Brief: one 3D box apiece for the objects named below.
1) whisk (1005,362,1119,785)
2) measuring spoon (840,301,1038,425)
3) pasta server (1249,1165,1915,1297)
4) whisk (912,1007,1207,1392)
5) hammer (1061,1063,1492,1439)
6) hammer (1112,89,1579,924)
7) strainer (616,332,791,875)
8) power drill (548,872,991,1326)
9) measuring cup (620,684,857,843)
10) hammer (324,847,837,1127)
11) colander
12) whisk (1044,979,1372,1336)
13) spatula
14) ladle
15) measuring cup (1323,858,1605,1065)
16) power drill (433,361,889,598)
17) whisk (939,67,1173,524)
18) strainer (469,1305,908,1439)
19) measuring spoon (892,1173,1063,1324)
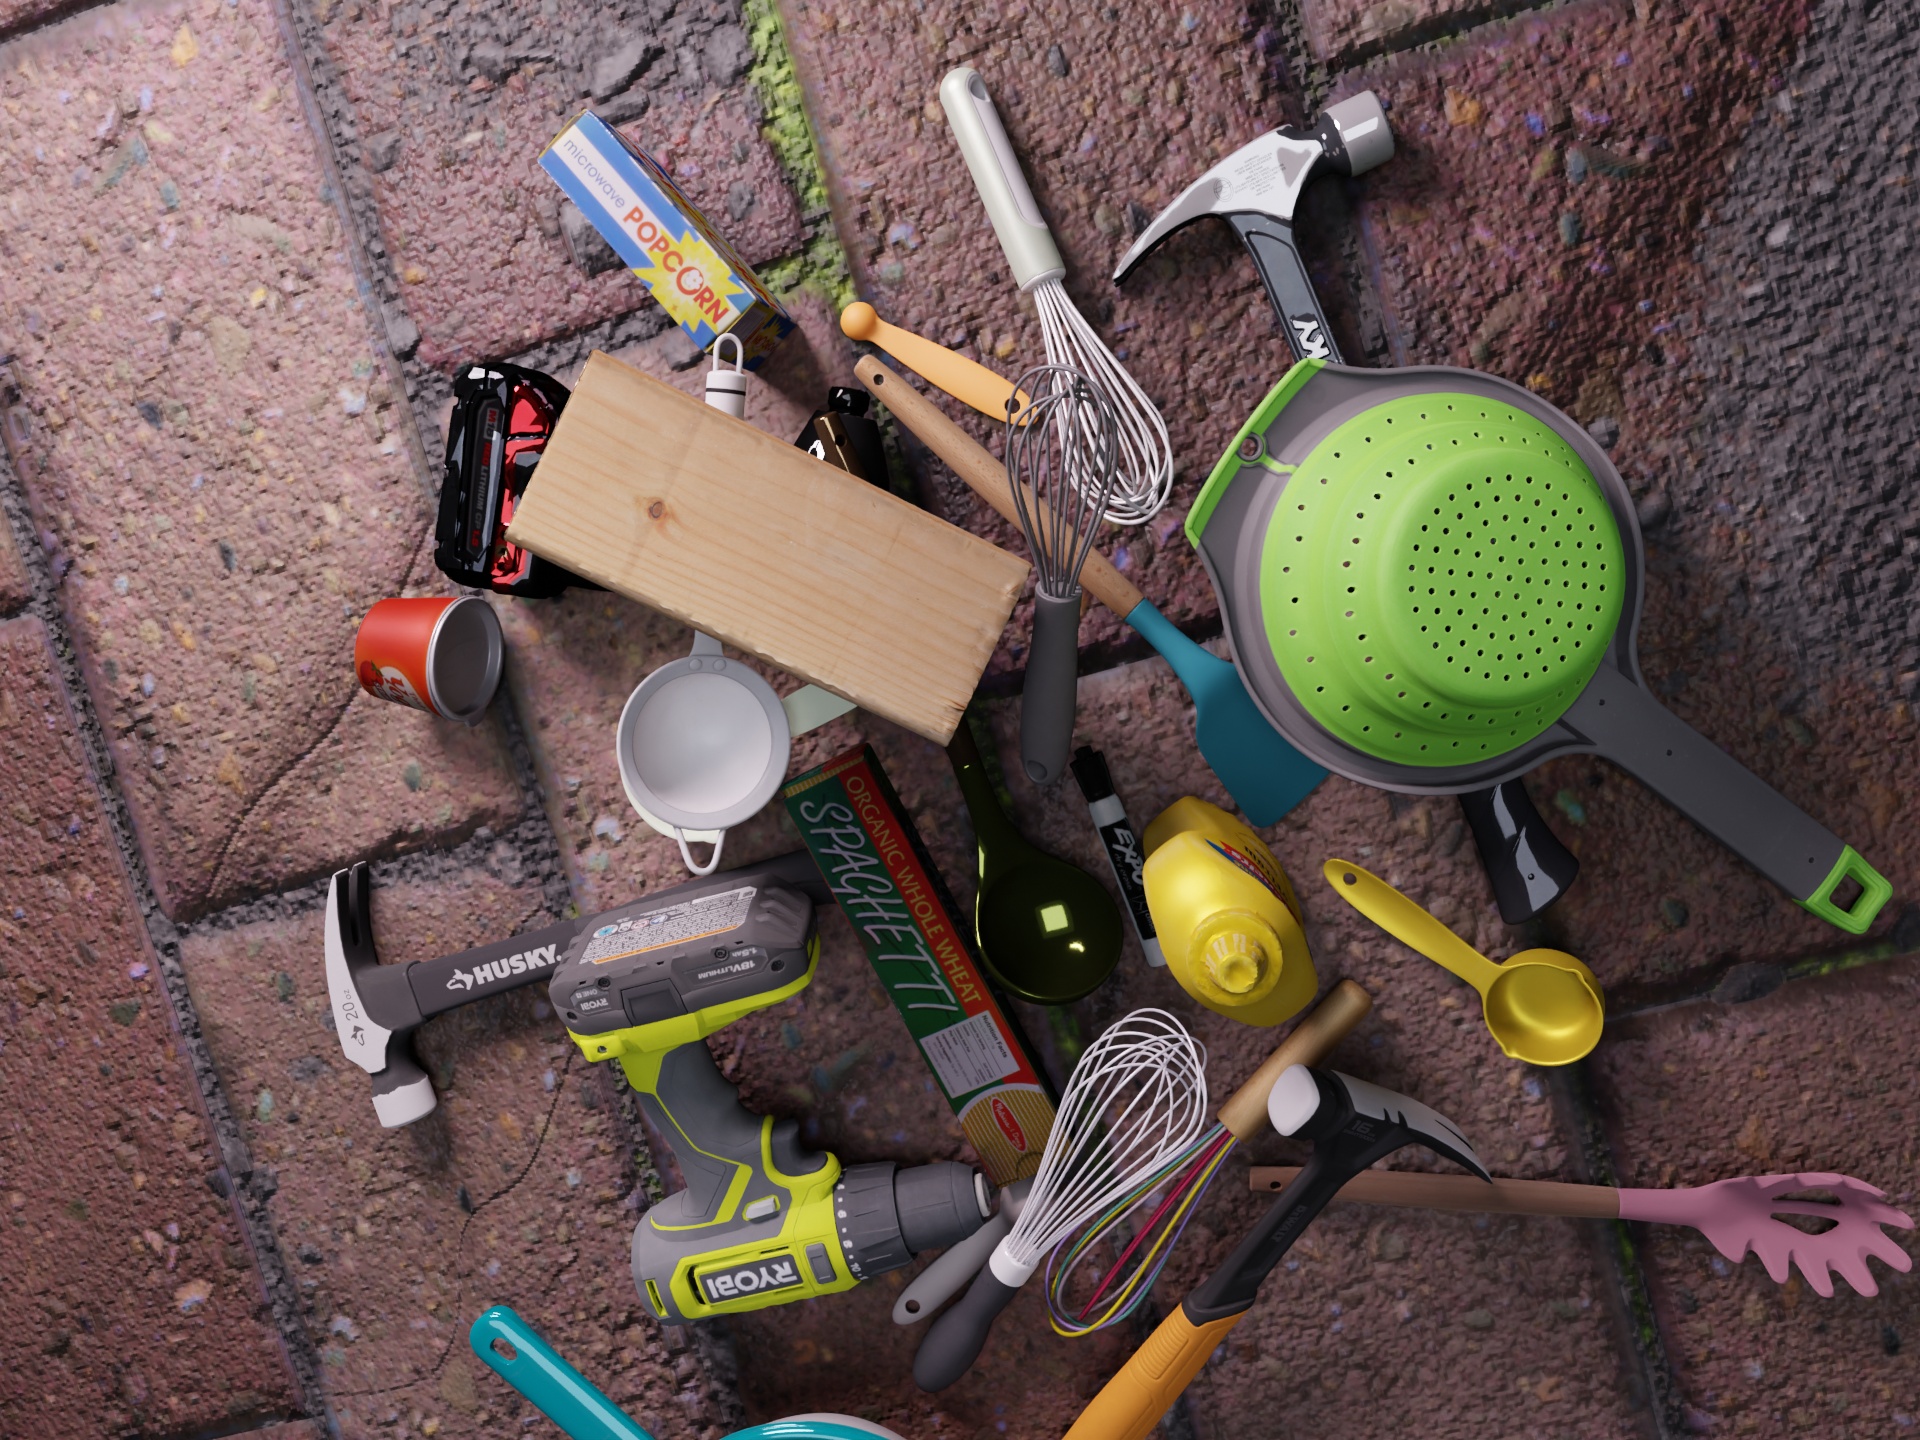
[{"bbox_3d":[0.044,-0.062,0.767,0.055,0.055,0.238,7,128,7],"label":"whisk"},{"bbox_3d":[-0.011,-0.184,0.822,0.117,0.011,0.021,30,100,4],"label":"measuring spoon"},{"bbox_3d":[0.309,0.248,0.813,0.316,0.040,0.060,1,98,9],"label":"pasta server"},{"bbox_3d":[0.043,0.258,0.822,0.070,0.070,0.284,32,117,3],"label":"whisk"},{"bbox_3d":[0.126,0.316,0.821,0.127,0.034,0.336,23,113,-25],"label":"hammer"},{"bbox_3d":[0.210,-0.090,0.791,0.149,0.036,0.409,-22,93,11],"label":"hammer"},{"bbox_3d":[-0.121,-0.056,0.773,0.086,0.050,0.258,2,98,-24],"label":"strainer"},{"bbox_3d":[-0.100,0.202,0.830,0.190,0.080,0.228,-15,109,7],"label":"power drill"},{"bbox_3d":[-0.101,0.005,0.828,0.167,0.038,0.083,-26,92,23],"label":"measuring cup"},{"bbox_3d":[-0.192,0.112,0.870,0.335,0.035,0.146,-17,94,9],"label":"hammer"},{"bbox_3d":[0.294,-0.017,0.728,0.397,0.094,0.204,35,90,-7],"label":"colander"},{"bbox_3d":[0.130,0.233,0.835,0.051,0.047,0.245,41,97,3],"label":"whisk"},{"bbox_3d":[0.068,-0.073,0.804,0.317,0.044,0.082,43,102,1],"label":"spatula"},{"bbox_3d":[-0.001,-0.003,0.791,0.078,0.062,0.320,-28,105,-23],"label":"ladle"},{"bbox_3d":[0.256,0.115,0.814,0.156,0.029,0.062,36,120,16],"label":"measuring cup"},{"bbox_3d":[-0.146,-0.115,0.819,0.219,0.078,0.143,11,99,3],"label":"power drill"},{"bbox_3d":[0.045,-0.213,0.795,0.059,0.058,0.246,-24,88,42],"label":"whisk"},{"bbox_3d":[-0.119,0.422,0.866,0.340,0.095,0.211,39,97,4],"label":"strainer"},{"bbox_3d":[0.006,0.294,0.870,0.124,0.018,0.034,-44,89,11],"label":"measuring spoon"}]
